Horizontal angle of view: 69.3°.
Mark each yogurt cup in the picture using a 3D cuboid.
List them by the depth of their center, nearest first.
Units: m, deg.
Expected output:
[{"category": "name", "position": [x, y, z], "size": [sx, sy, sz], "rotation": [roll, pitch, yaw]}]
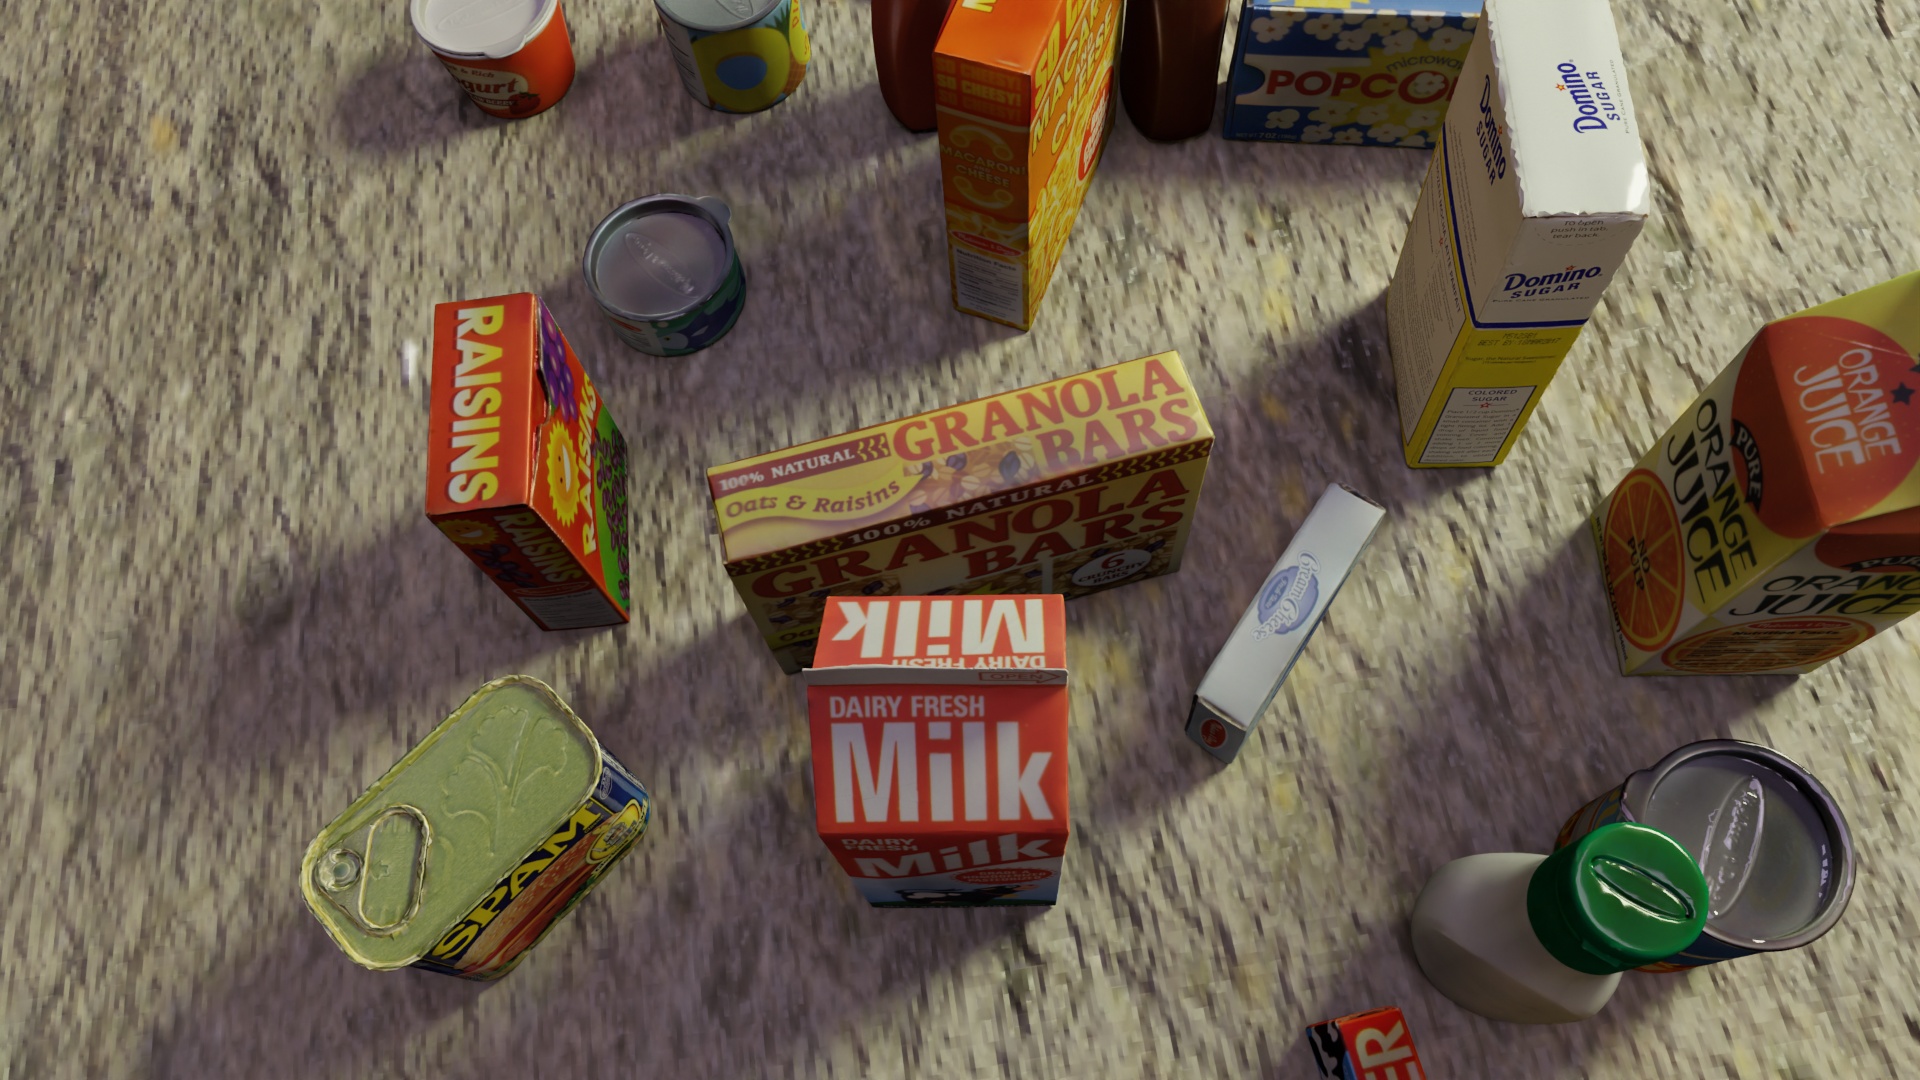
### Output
[{"category": "yogurt cup", "position": [-0.217, -0.239, 0.659], "size": [0.072, 0.053, 0.072], "rotation": [-1, 67, 3]}]

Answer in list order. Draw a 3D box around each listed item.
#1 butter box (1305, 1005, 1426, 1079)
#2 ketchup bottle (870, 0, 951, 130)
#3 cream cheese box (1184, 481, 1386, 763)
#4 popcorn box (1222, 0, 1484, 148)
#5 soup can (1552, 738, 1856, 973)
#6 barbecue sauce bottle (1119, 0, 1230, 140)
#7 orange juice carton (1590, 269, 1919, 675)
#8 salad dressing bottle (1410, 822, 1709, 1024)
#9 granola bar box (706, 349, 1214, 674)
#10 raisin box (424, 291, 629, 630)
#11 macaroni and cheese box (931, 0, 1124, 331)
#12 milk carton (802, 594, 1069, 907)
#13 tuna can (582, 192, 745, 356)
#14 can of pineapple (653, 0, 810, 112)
[{"category": "butter box", "position": [0.144, 0.207, 0.452], "size": [0.024, 0.053, 0.104], "rotation": [-14, 67, -3]}, {"category": "ketchup bottle", "position": [-0.010, -0.244, 0.599], "size": [0.065, 0.148, 0.043], "rotation": [-29, 69, -9]}, {"category": "cream cheese box", "position": [0.122, 0.032, 0.527], "size": [0.024, 0.053, 0.104], "rotation": [32, 72, 15]}, {"category": "popcorn box", "position": [0.184, -0.215, 0.611], "size": [0.127, 0.085, 0.038], "rotation": [4, 68, 5]}, {"category": "soup can", "position": [0.245, 0.108, 0.472], "size": [0.071, 0.083, 0.071], "rotation": [-1, 67, 3]}, {"category": "barbecue sauce bottle", "position": [0.094, -0.241, 0.592], "size": [0.044, 0.148, 0.065], "rotation": [-9, 67, -1]}, {"category": "orange juice carton", "position": [0.286, -0.015, 0.463], "size": [0.073, 0.192, 0.072], "rotation": [-1, 68, 3]}, {"category": "salad dressing bottle", "position": [0.184, 0.121, 0.435], "size": [0.064, 0.147, 0.044], "rotation": [30, 72, 14]}, {"category": "granola bar box", "position": [0.002, -0.006, 0.511], "size": [0.166, 0.123, 0.039], "rotation": [-15, 68, -3]}, {"category": "raisin box", "position": [-0.160, -0.025, 0.528], "size": [0.040, 0.123, 0.086], "rotation": [-6, 67, 1]}, {"category": "macaroni and cheese box", "position": [0.030, -0.181, 0.560], "size": [0.040, 0.166, 0.124], "rotation": [18, 70, 10]}, {"category": "milk carton", "position": [-0.003, 0.068, 0.444], "size": [0.072, 0.190, 0.074], "rotation": [-1, 68, 3]}, {"category": "tuna can", "position": [-0.128, -0.119, 0.615], "size": [0.071, 0.032, 0.071], "rotation": [-1, 67, 3]}, {"category": "can of pineapple", "position": [-0.105, -0.246, 0.654], "size": [0.071, 0.057, 0.071], "rotation": [-1, 67, 3]}]
